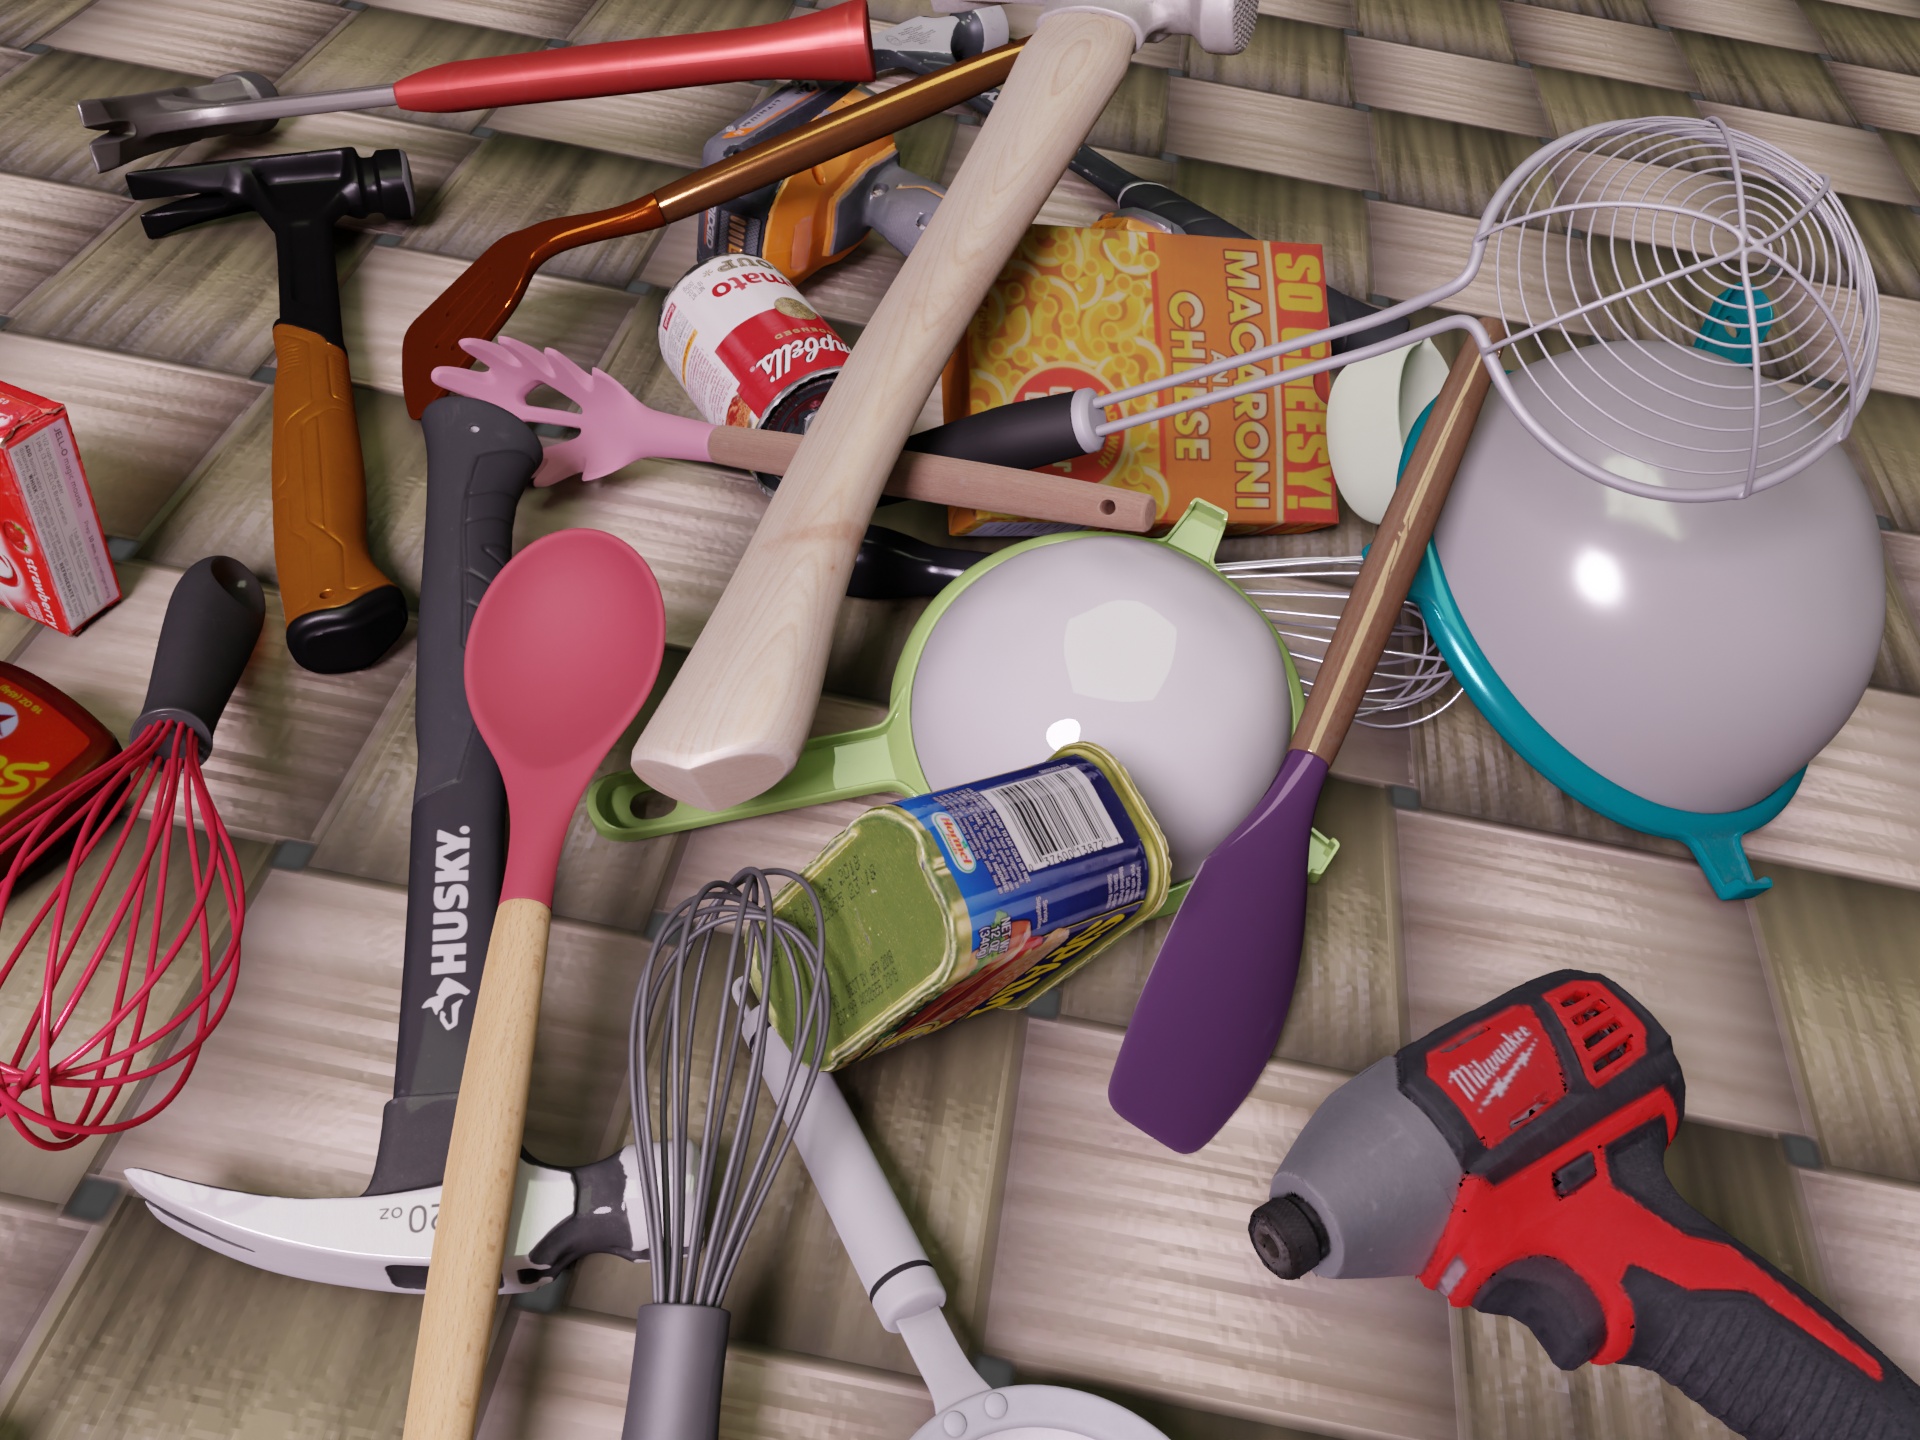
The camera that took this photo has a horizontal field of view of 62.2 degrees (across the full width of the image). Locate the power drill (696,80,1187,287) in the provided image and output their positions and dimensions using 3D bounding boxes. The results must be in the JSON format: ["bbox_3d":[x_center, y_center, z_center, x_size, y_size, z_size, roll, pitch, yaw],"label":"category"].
[{"bbox_3d":[-0.016,-0.212,0.760,0.226,0.084,0.185,27,49,10],"label":"power drill"}]

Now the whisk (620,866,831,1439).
[{"bbox_3d":[-0.065,0.146,0.389,0.055,0.055,0.239,6,63,-4],"label":"whisk"}]

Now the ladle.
[{"bbox_3d":[-0.123,0.074,0.437,0.069,0.031,0.316,-10,53,12],"label":"ladle"}]

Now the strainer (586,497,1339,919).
[{"bbox_3d":[-0.001,-0.002,0.537,0.256,0.069,0.152,-11,68,-7],"label":"strainer"}]

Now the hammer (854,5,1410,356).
[{"bbox_3d":[0.086,-0.301,0.893,0.149,0.036,0.409,-29,57,-30],"label":"hammer"}]

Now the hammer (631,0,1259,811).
[{"bbox_3d":[-0.020,-0.151,0.585,0.146,0.038,0.411,14,63,21],"label":"hammer"}]

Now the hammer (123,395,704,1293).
[{"bbox_3d":[-0.167,0.016,0.515,0.146,0.035,0.335,-3,53,-12],"label":"hammer"}]

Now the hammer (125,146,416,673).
[{"bbox_3d":[-0.283,-0.144,0.672,0.127,0.034,0.337,-11,50,-15],"label":"hammer"}]

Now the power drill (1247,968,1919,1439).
[{"bbox_3d":[0.186,0.173,0.419,0.143,0.078,0.220,-19,49,-26],"label":"power drill"}]

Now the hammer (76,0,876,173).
[{"bbox_3d":[-0.220,-0.304,0.759,0.359,0.036,0.149,-3,27,7],"label":"hammer"}]

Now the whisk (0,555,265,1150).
[{"bbox_3d":[-0.239,0.015,0.474,0.073,0.073,0.296,-4,29,-14],"label":"whisk"}]

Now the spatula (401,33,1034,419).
[{"bbox_3d":[-0.106,-0.226,0.698,0.322,0.041,0.081,-23,46,-1],"label":"spatula"}]

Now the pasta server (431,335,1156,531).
[{"bbox_3d":[-0.076,-0.103,0.611,0.316,0.060,0.040,14,12,27],"label":"pasta server"}]

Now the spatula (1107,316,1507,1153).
[{"bbox_3d":[0.126,-0.007,0.529,0.059,0.018,0.316,36,70,-29],"label":"spatula"}]

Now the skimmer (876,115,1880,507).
[{"bbox_3d":[0.113,-0.111,0.561,0.363,0.090,0.127,-9,76,35],"label":"skimmer"}]

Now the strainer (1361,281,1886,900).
[{"bbox_3d":[0.309,-0.108,0.638,0.211,0.095,0.340,41,55,-3],"label":"strainer"}]

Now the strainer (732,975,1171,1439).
[{"bbox_3d":[-0.009,0.160,0.421,0.087,0.050,0.259,-10,43,-27],"label":"strainer"}]

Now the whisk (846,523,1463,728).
[{"bbox_3d":[0.063,-0.048,0.627,0.284,0.070,0.070,9,45,6],"label":"whisk"}]

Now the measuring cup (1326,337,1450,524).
[{"bbox_3d":[0.210,-0.122,0.712,0.038,0.083,0.167,-5,-1,35],"label":"measuring cup"}]
